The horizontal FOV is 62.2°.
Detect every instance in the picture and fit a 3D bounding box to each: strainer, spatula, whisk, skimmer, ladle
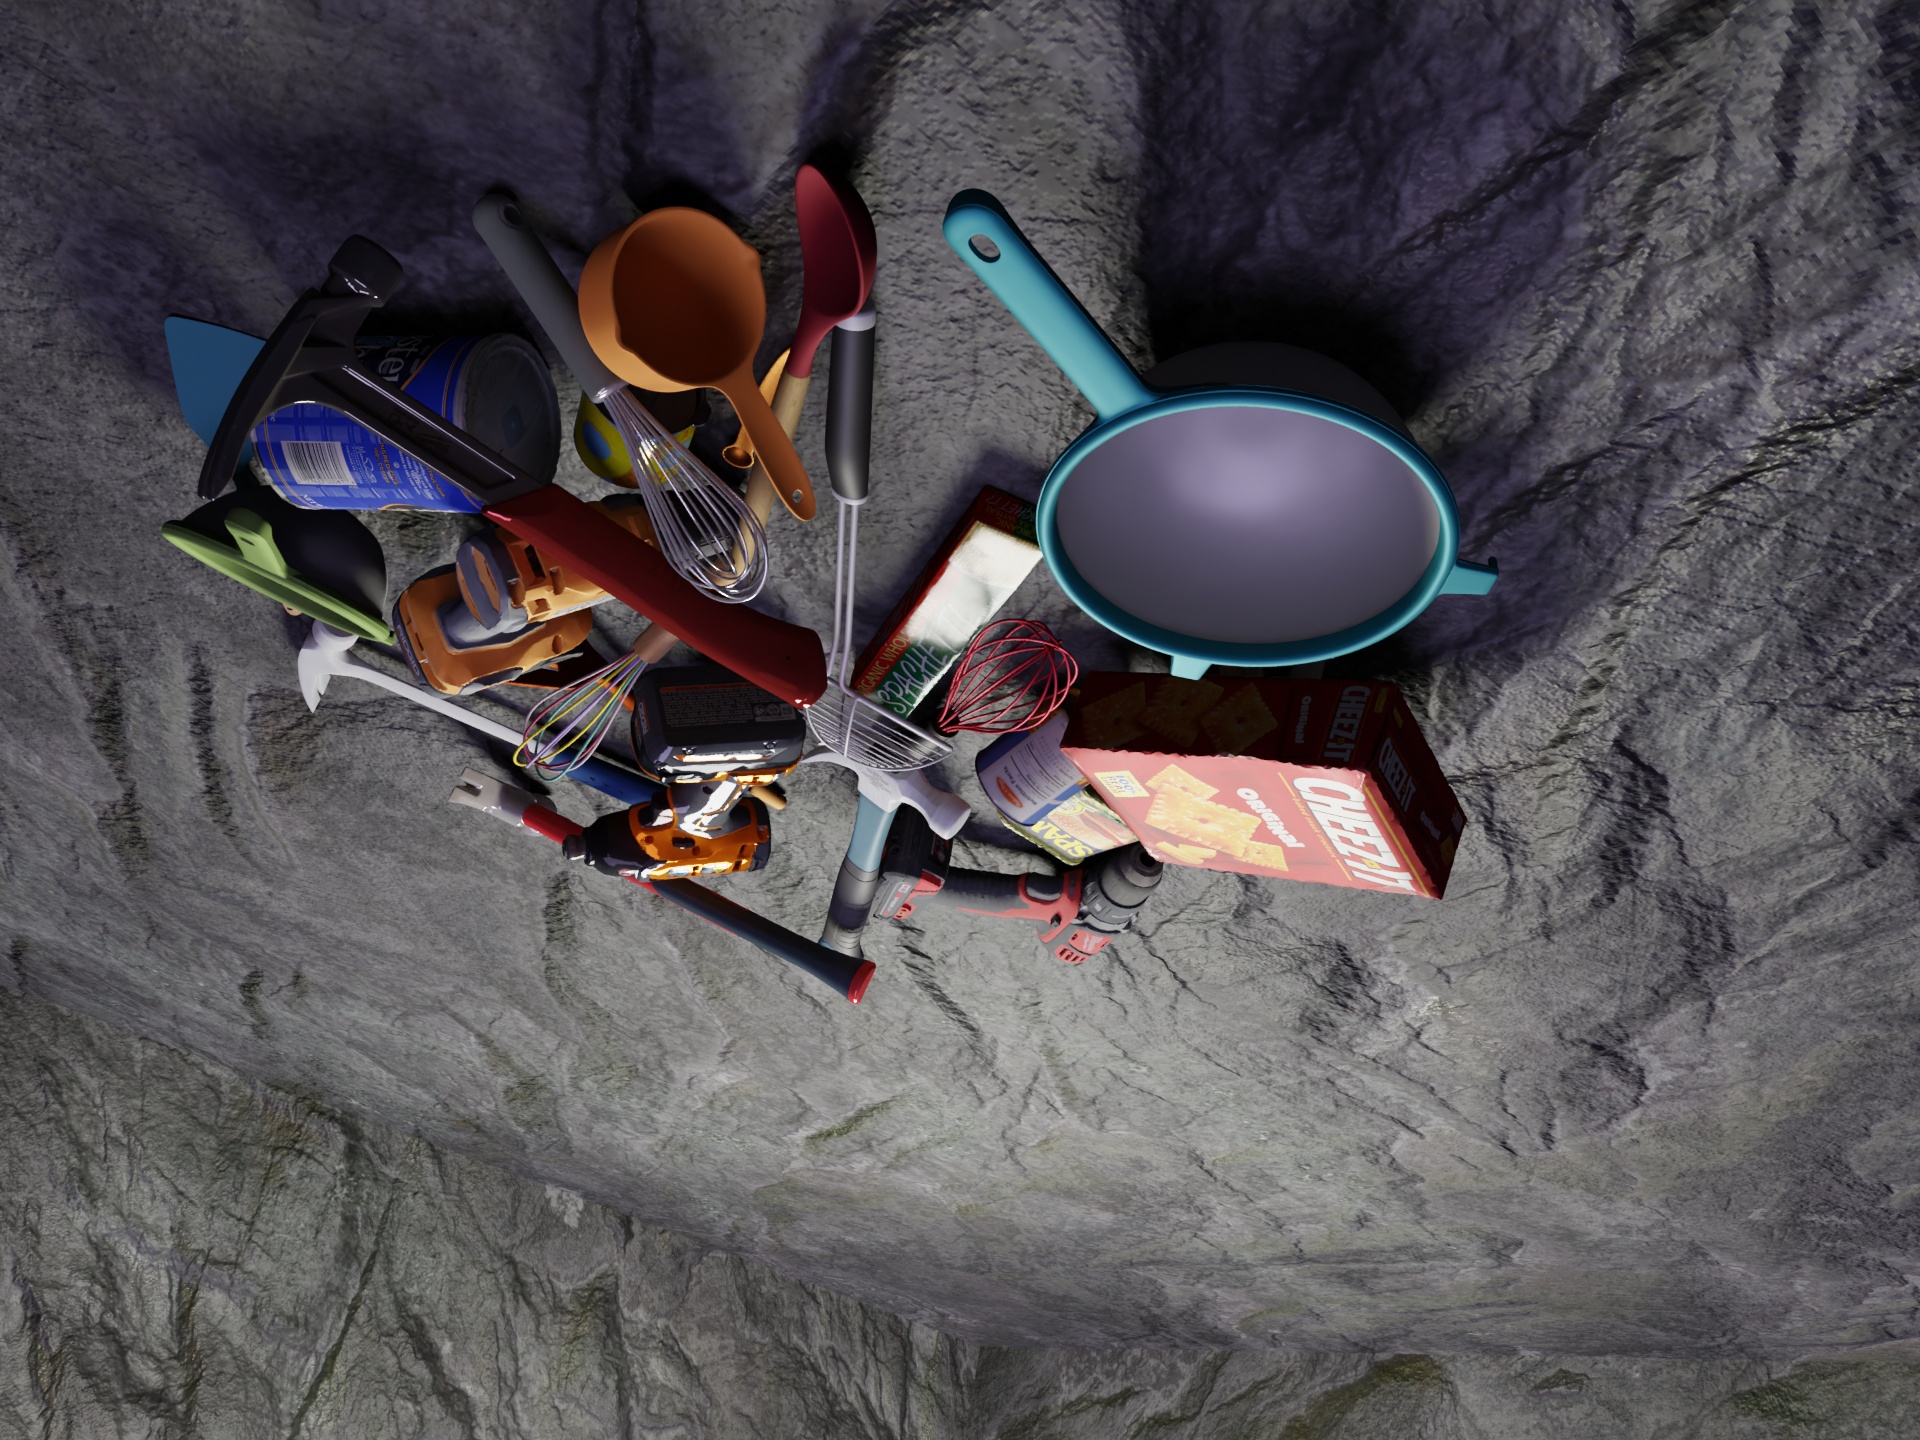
[{"bbox_3d":[0.110,-0.158,0.790,0.211,0.095,0.340,-17,136,37],"label":"strainer"},{"bbox_3d":[-0.478,-0.155,1.092,0.082,0.044,0.317,15,155,-7],"label":"spatula"},{"bbox_3d":[-0.234,-0.034,1.106,0.047,0.051,0.245,26,126,-39],"label":"whisk"},{"bbox_3d":[-0.243,0.001,1.240,0.041,0.081,0.322,-24,142,22],"label":"spatula"},{"bbox_3d":[-0.179,-0.167,0.838,0.059,0.058,0.246,-27,101,33],"label":"whisk"},{"bbox_3d":[-0.052,-0.103,0.969,0.127,0.090,0.363,30,139,23],"label":"skimmer"},{"bbox_3d":[-0.417,-0.119,0.990,0.151,0.069,0.256,27,168,-13],"label":"strainer"},{"bbox_3d":[-0.002,-0.004,1.133,0.073,0.073,0.296,23,155,-17],"label":"whisk"},{"bbox_3d":[-0.094,-0.173,0.864,0.031,0.069,0.315,-20,158,-29],"label":"ladle"}]

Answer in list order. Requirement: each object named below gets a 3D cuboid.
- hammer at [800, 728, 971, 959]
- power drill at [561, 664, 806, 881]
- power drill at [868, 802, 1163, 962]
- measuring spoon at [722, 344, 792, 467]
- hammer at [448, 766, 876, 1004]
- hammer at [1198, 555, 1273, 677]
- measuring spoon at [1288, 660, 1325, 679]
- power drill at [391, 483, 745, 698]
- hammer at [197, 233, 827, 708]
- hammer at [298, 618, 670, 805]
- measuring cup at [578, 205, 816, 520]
[{"bbox_3d":[-0.076,0.114,1.236,0.128,0.033,0.330,38,148,13],"label":"hammer"},{"bbox_3d":[-0.213,0.051,1.213,0.164,0.084,0.226,-4,148,-22],"label":"power drill"},{"bbox_3d":[0.045,0.129,1.319,0.226,0.080,0.187,16,150,-11],"label":"power drill"},{"bbox_3d":[-0.111,-0.183,0.918,0.021,0.011,0.117,24,145,-16],"label":"measuring spoon"},{"bbox_3d":[-0.247,0.137,1.330,0.386,0.038,0.143,23,172,18],"label":"hammer"},{"bbox_3d":[0.191,-0.012,1.052,0.130,0.031,0.331,14,155,22],"label":"hammer"},{"bbox_3d":[0.226,-0.031,1.029,0.034,0.018,0.124,10,148,5],"label":"measuring spoon"},{"bbox_3d":[-0.248,-0.090,1.011,0.226,0.185,0.084,-19,94,55],"label":"power drill"},{"bbox_3d":[-0.215,-0.094,0.869,0.358,0.149,0.037,35,169,-36],"label":"hammer"},{"bbox_3d":[-0.353,0.025,1.332,0.405,0.035,0.144,26,147,-22],"label":"hammer"},{"bbox_3d":[-0.130,-0.177,0.822,0.052,0.095,0.173,7,133,50],"label":"measuring cup"}]
